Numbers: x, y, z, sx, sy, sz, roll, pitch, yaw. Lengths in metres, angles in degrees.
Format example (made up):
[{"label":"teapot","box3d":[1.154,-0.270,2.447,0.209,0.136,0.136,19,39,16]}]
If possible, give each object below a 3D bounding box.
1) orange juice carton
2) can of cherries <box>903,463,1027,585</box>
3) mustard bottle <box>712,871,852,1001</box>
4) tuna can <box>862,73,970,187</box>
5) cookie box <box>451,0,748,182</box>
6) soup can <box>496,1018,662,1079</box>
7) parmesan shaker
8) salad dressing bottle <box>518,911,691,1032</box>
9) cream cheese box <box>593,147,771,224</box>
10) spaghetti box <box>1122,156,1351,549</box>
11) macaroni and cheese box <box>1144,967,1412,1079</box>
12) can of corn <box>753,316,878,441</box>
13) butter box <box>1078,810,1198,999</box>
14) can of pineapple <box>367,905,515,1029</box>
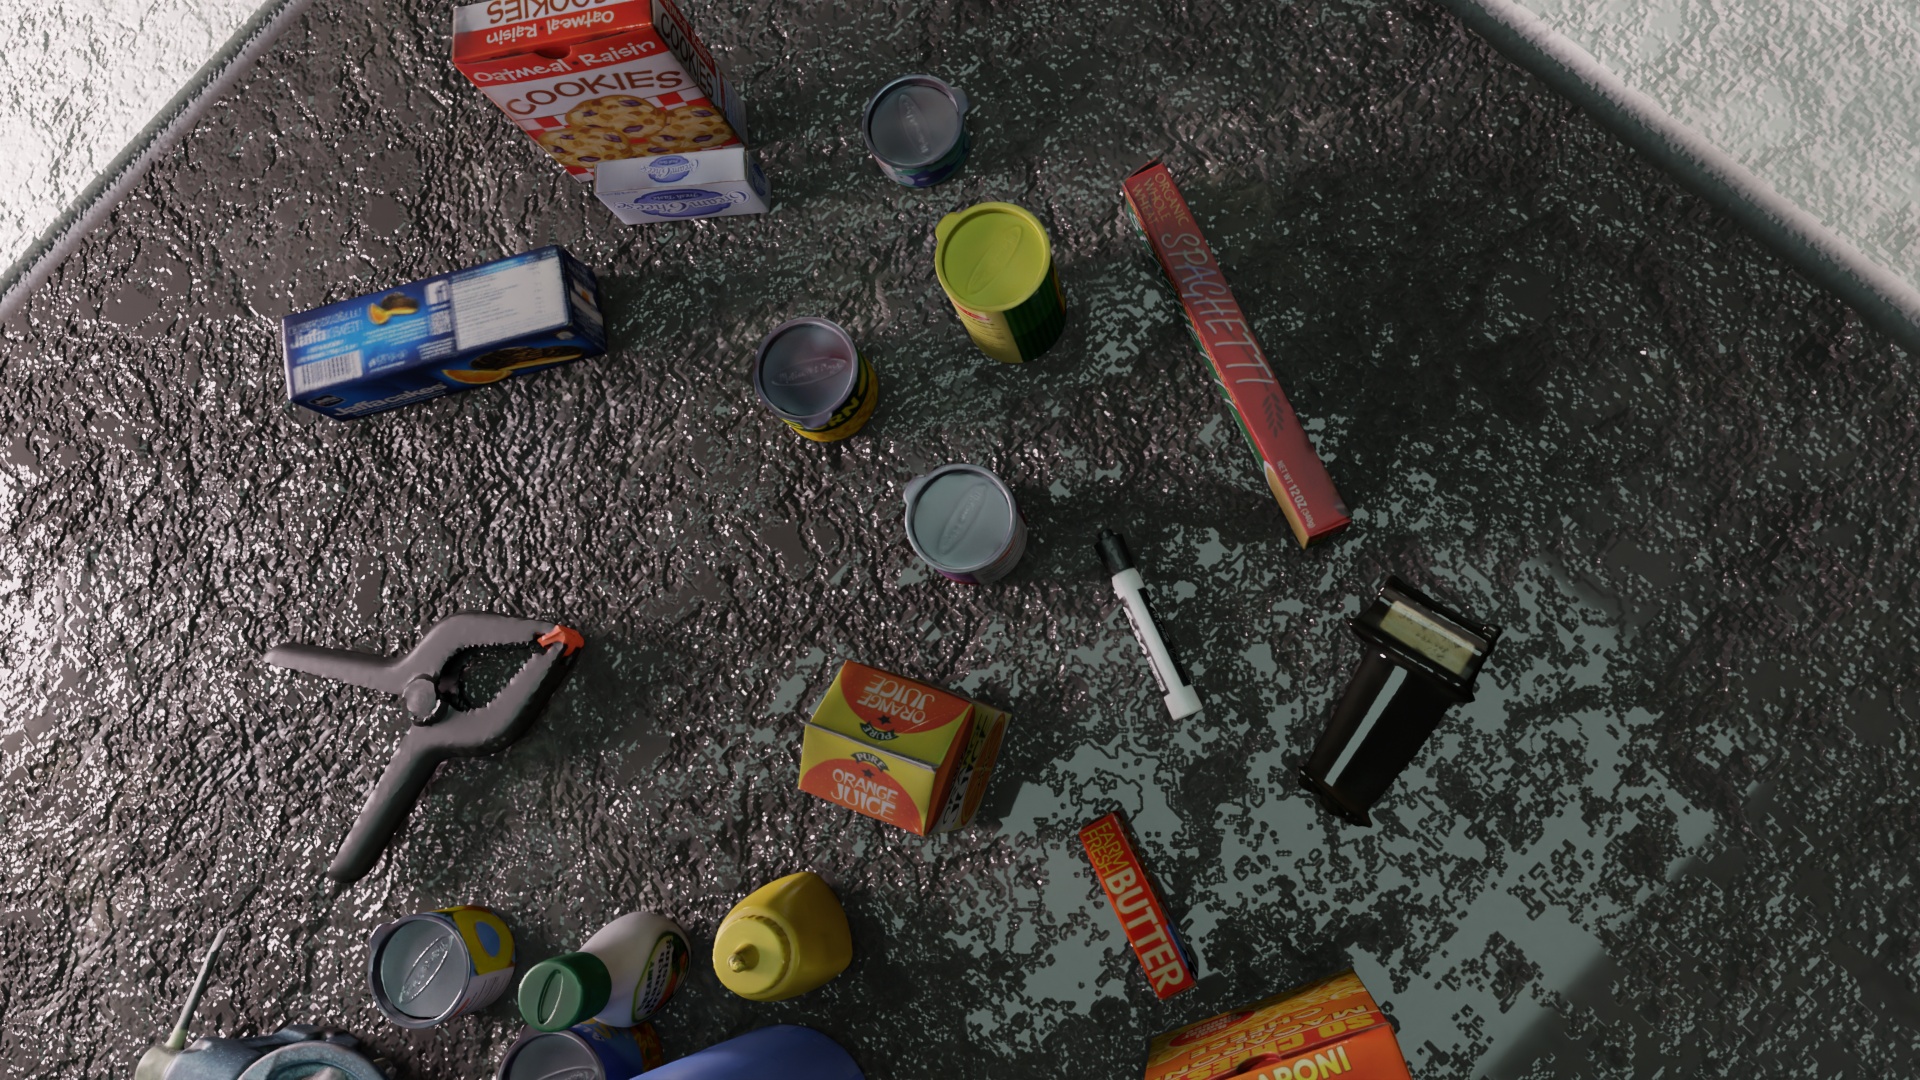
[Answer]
[{"label":"orange juice carton","box3d":[-0.029,0.112,0.753,0.072,0.192,0.073,19,84,13]},{"label":"can of cherries","box3d":[0.003,-0.011,0.838,0.071,0.058,0.071,-2,80,10]},{"label":"mustard bottle","box3d":[-0.102,0.221,0.763,0.049,0.160,0.065,-27,77,5]},{"label":"tuna can","box3d":[-0.025,-0.266,0.902,0.071,0.033,0.071,-2,80,10]},{"label":"cookie box","box3d":[-0.219,-0.284,0.869,0.123,0.167,0.040,-8,79,9]},{"label":"soup can","box3d":[-0.220,0.308,0.808,0.071,0.083,0.071,-2,80,10]},{"label":"parmesan shaker","box3d":[0.025,-0.155,0.837,0.071,0.103,0.071,-2,80,10]},{"label":"salad dressing bottle","box3d":[-0.198,0.246,0.782,0.044,0.147,0.064,15,84,12]},{"label":"cream cheese box","box3d":[-0.181,-0.232,0.912,0.104,0.053,0.024,-3,80,9]},{"label":"spaghetti box","box3d":[0.163,-0.112,0.833,0.028,0.050,0.250,-26,77,5]},{"label":"macaroni and cheese box","box3d":[0.156,0.267,0.707,0.124,0.166,0.040,-22,78,6]},{"label":"can of corn","box3d":[-0.089,-0.097,0.870,0.071,0.058,0.071,-2,80,10]},{"label":"butter box","box3d":[0.101,0.204,0.786,0.024,0.053,0.103,-27,77,5]},{"label":"can of pineapple","box3d":[-0.316,0.257,0.847,0.071,0.058,0.071,-2,80,10]}]
